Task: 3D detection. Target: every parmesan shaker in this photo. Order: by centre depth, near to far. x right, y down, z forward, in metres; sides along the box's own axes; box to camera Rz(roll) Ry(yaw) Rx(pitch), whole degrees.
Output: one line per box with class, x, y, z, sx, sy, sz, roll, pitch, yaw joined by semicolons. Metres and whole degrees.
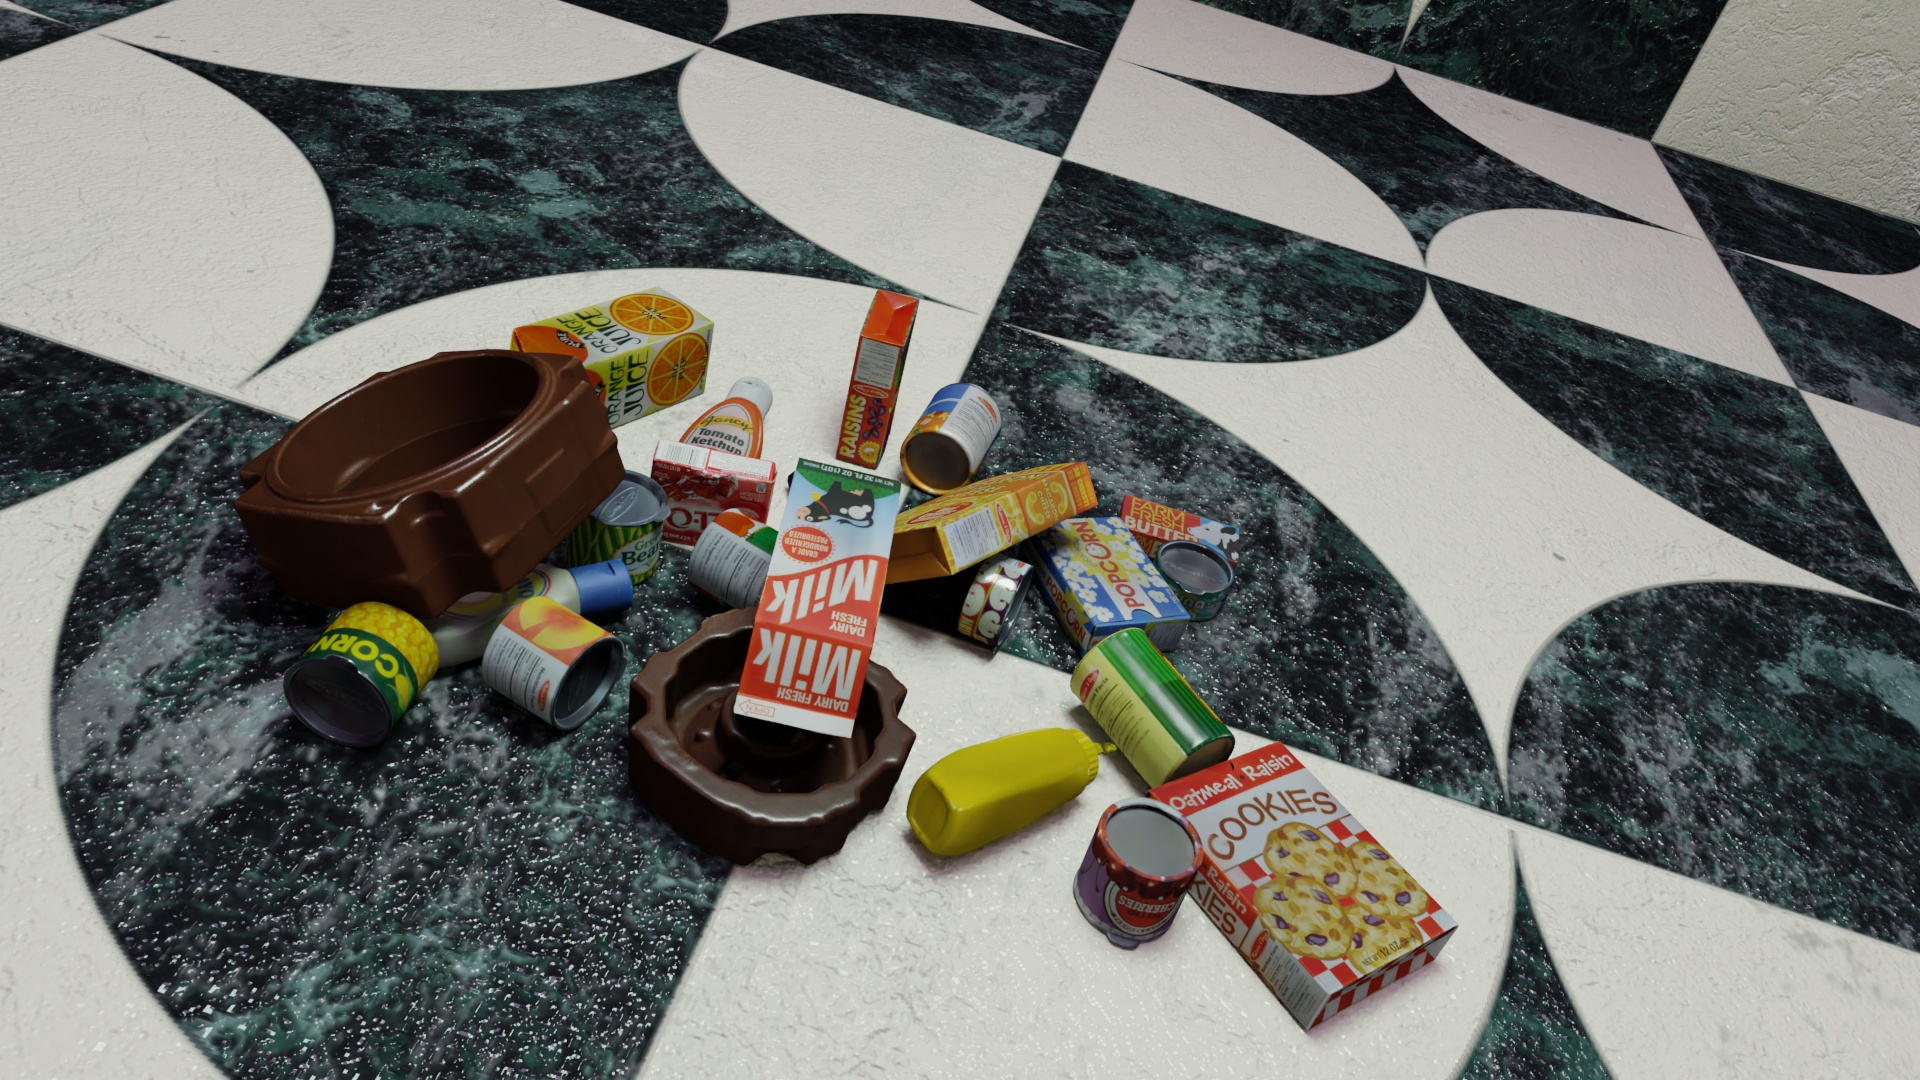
parmesan shaker;0.131;0.121;0.953;0.071;0.071;0.103;-13;49;-35

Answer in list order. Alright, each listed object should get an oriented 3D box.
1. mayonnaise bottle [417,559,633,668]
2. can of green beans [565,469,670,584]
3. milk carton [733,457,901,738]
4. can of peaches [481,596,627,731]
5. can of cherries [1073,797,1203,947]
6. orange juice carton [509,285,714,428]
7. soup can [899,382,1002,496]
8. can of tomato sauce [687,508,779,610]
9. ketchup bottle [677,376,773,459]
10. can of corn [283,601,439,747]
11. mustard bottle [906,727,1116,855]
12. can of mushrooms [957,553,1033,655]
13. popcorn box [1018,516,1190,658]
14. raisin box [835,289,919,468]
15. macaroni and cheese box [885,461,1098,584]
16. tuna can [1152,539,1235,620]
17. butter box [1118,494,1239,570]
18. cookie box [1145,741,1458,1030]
mayonnaise bottle;-0.291;0.043;0.910;0.148;0.041;0.065;-13;40;-33
can of green beans;-0.244;-0.009;0.983;0.071;0.057;0.071;11;36;-8
milk carton;-0.088;0.041;0.864;0.072;0.073;0.191;13;43;-6
can of peaches;-0.252;0.075;0.864;0.058;0.070;0.071;27;37;16
can of cherries;0.108;0.201;0.843;0.071;0.058;0.072;11;36;-8
orange juice carton;-0.296;-0.139;1.123;0.073;0.071;0.193;34;39;23
soup can;-0.010;-0.084;1.171;0.071;0.071;0.084;21;37;6
can of tomato sauce;-0.138;0.024;0.976;0.083;0.070;0.071;28;37;16
ketchup bottle;-0.187;-0.081;1.114;0.065;0.043;0.149;16;35;-1
can of corn;-0.351;0.076;0.818;0.071;0.070;0.058;17;35;1
mustard bottle;0.040;0.151;0.883;0.161;0.065;0.049;-12;49;-41
can of mushrooms;0.025;0.045;1.013;0.033;0.070;0.071;23;36;9
popcorn box;0.110;0.034;1.082;0.085;0.038;0.127;-3;40;-26
raisin box;-0.069;-0.135;1.163;0.040;0.122;0.086;14;36;-2
macaroni and cheese box;0.004;-0.013;1.042;0.123;0.040;0.167;-9;12;46
tuna can;0.184;0.033;1.116;0.071;0.032;0.071;11;36;-8
butter box;0.182;-0.003;1.170;0.103;0.024;0.053;17;35;0
cookie box;0.211;0.211;0.885;0.123;0.040;0.168;-13;45;-34
